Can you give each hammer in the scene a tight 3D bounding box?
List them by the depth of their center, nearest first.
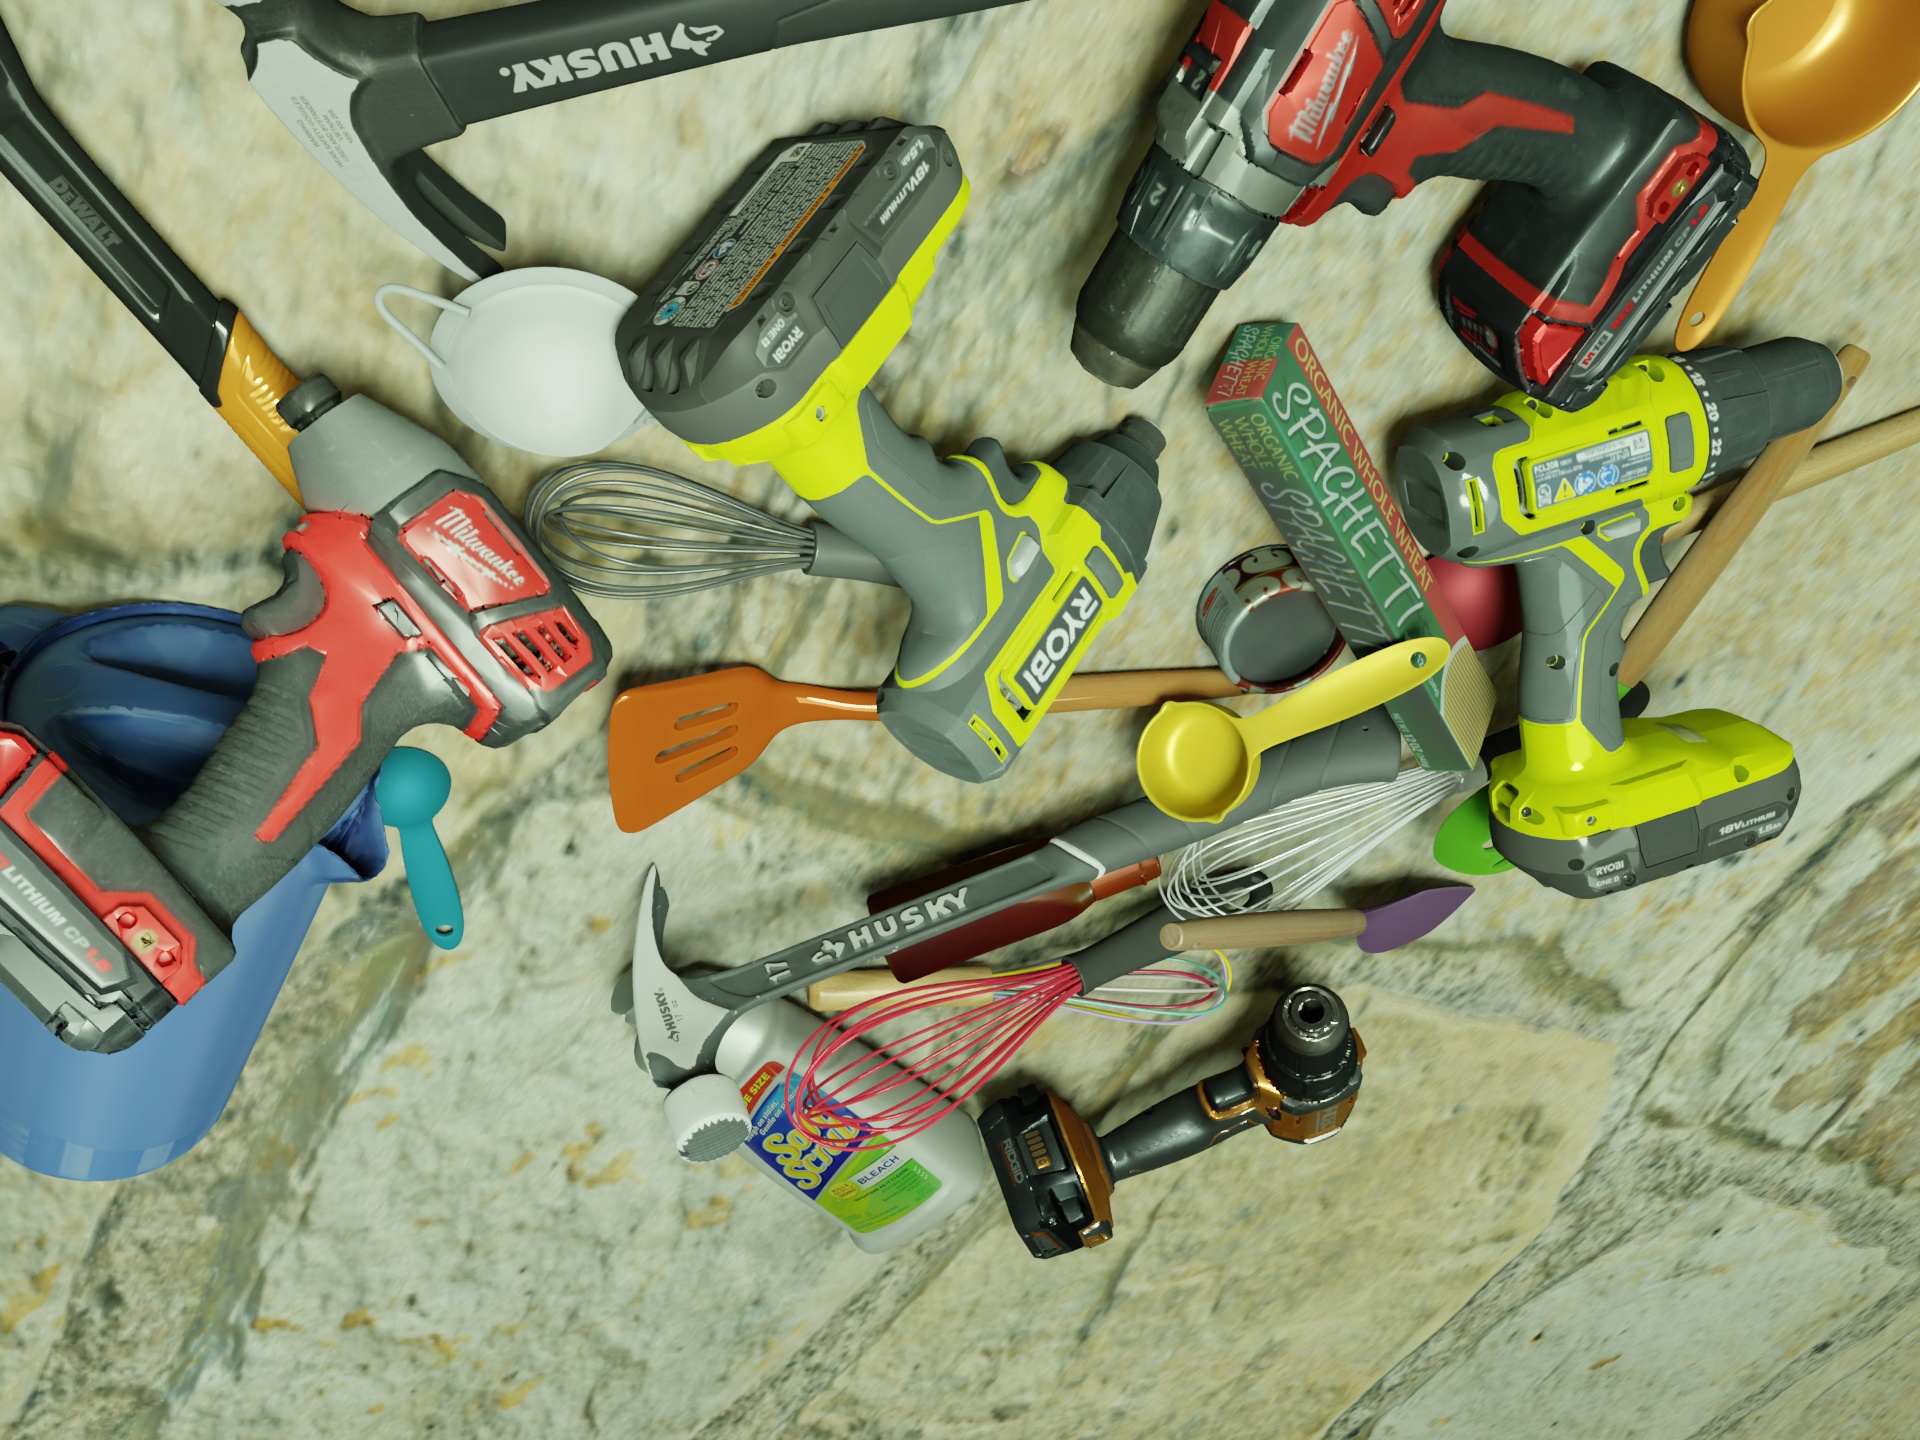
[{"bbox_3d":[-0.043,-0.215,0.479,0.335,0.035,0.146,-9,153,7],"label":"hammer"},{"bbox_3d":[-0.243,-0.117,0.573,0.127,0.034,0.336,-26,132,7],"label":"hammer"},{"bbox_3d":[0.036,0.072,0.777,0.409,0.149,0.036,-20,139,-12],"label":"hammer"}]

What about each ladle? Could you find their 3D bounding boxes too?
[{"bbox_3d":[0.363,-0.102,0.778,0.315,0.031,0.069,-22,133,0],"label":"ladle"}]

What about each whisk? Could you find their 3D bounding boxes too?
[{"bbox_3d":[-0.061,-0.069,0.662,0.238,0.055,0.055,4,128,-25],"label":"whisk"},{"bbox_3d":[0.043,0.143,0.836,0.296,0.073,0.073,-22,134,-20],"label":"whisk"},{"bbox_3d":[0.237,0.039,0.839,0.284,0.070,0.070,-23,132,-4],"label":"whisk"},{"bbox_3d":[0.037,0.150,0.882,0.245,0.051,0.047,0,135,-14],"label":"whisk"}]

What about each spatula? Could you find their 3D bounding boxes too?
[{"bbox_3d":[-0.001,-0.002,0.740,0.322,0.041,0.081,-5,130,-15],"label":"spatula"},{"bbox_3d":[0.194,0.109,0.838,0.315,0.018,0.059,6,131,-51],"label":"spatula"}]

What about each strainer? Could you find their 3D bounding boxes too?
[{"bbox_3d":[-0.089,-0.111,0.603,0.258,0.050,0.087,8,142,-36],"label":"strainer"}]

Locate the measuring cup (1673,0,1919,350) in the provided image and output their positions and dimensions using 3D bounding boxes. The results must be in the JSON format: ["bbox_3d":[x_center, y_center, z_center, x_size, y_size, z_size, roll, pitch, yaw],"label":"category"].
[{"bbox_3d":[0.316,-0.236,0.632,0.095,0.052,0.173,0,131,-17],"label":"measuring cup"}]

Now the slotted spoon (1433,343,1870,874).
[{"bbox_3d":[0.336,-0.042,0.778,0.070,0.031,0.313,16,115,-31],"label":"slotted spoon"}]

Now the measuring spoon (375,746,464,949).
[{"bbox_3d":[-0.248,0.067,0.735,0.042,0.021,0.128,-8,130,-10],"label":"measuring spoon"}]

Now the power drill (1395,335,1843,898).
[{"bbox_3d":[0.308,-0.051,0.716,0.190,0.080,0.228,-17,111,-4],"label":"power drill"}]

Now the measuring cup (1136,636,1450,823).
[{"bbox_3d":[0.155,-0.001,0.737,0.156,0.062,0.029,-26,171,25],"label":"measuring cup"}]

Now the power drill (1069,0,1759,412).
[{"bbox_3d":[0.161,-0.185,0.587,0.226,0.080,0.187,11,125,-34],"label":"power drill"}]

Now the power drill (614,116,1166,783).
[{"bbox_3d":[-0.008,-0.105,0.601,0.171,0.080,0.223,-56,133,-17],"label":"power drill"}]

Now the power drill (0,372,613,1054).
[{"bbox_3d":[-0.236,-0.010,0.525,0.220,0.078,0.143,-45,108,-28],"label":"power drill"}]

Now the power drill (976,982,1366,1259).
[{"bbox_3d":[0.128,0.227,0.925,0.226,0.084,0.185,-21,151,-2],"label":"power drill"}]
